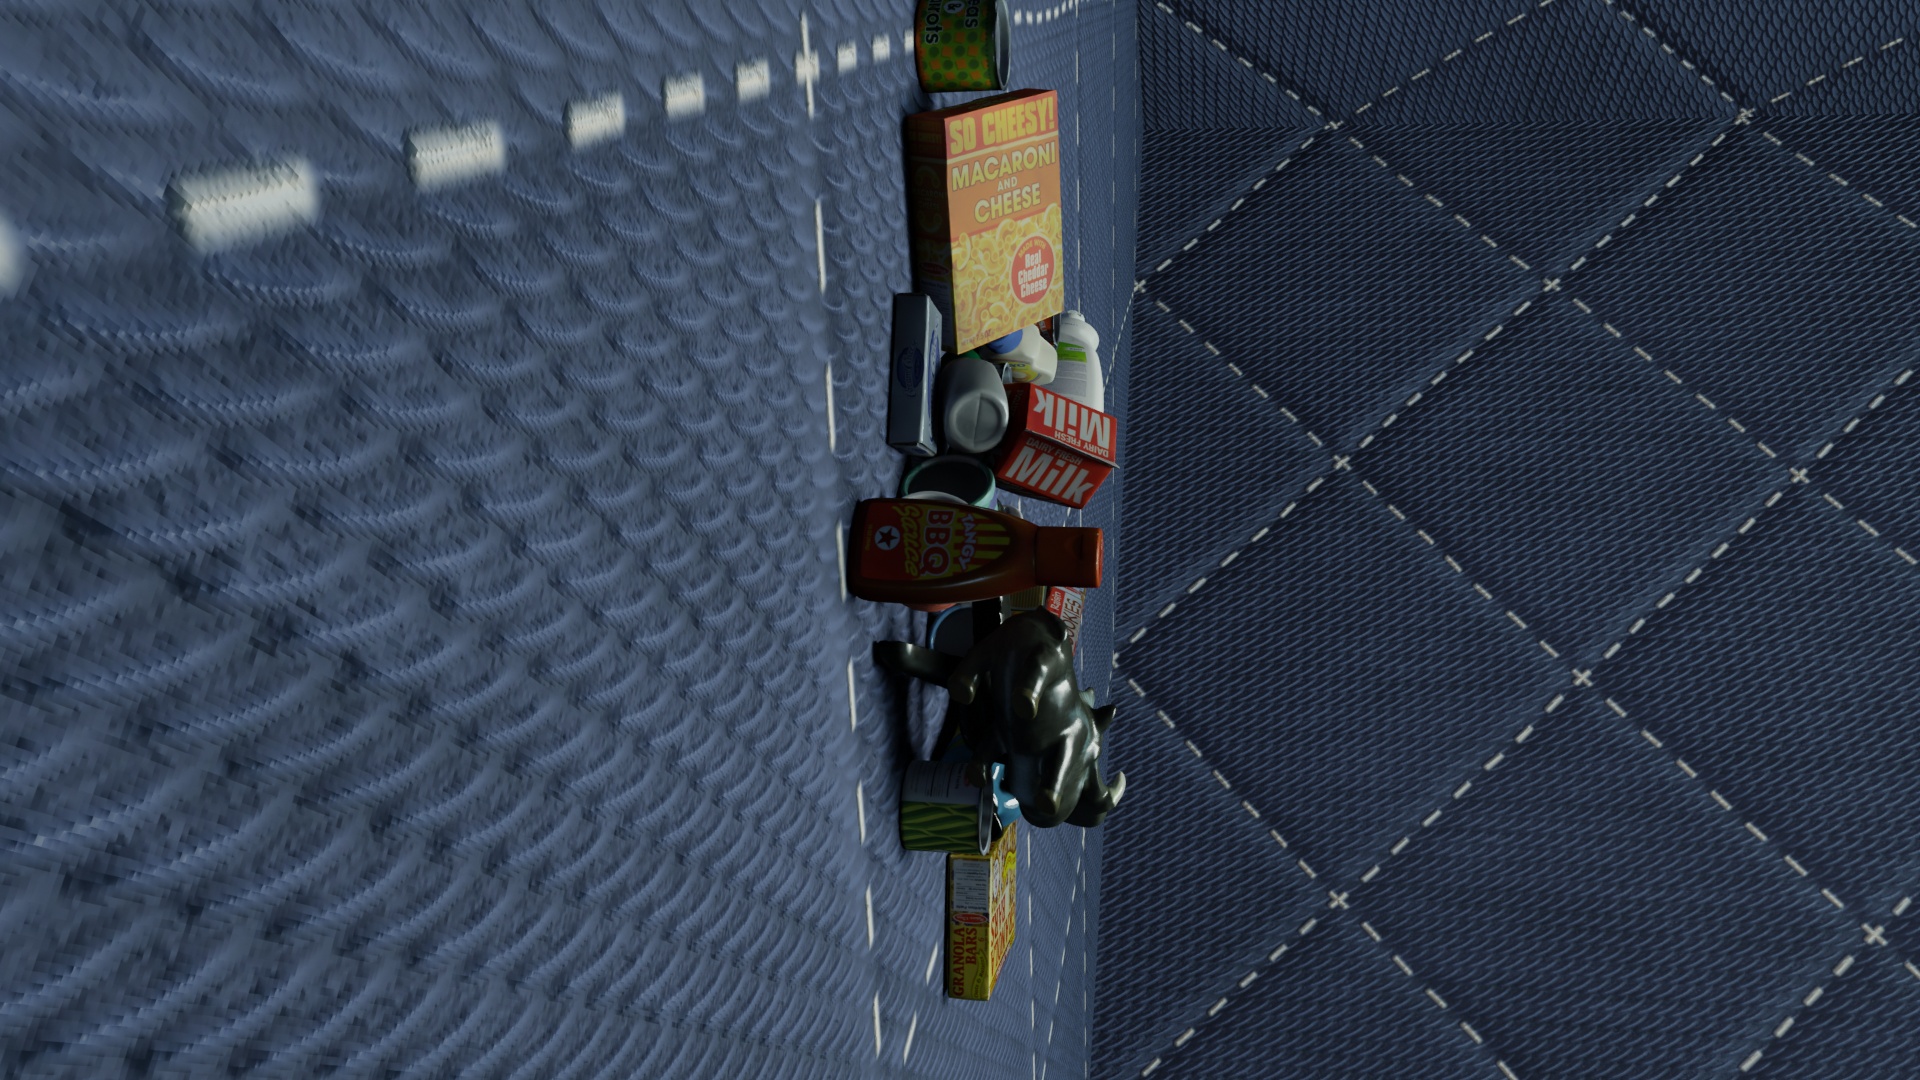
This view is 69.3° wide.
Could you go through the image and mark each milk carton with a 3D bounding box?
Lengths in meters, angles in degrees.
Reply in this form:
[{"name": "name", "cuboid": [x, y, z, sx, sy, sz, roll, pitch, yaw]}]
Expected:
[{"name": "milk carton", "cuboid": [0.053, -0.071, 1.026, 0.190, 0.072, 0.073, -160, -90, -74]}]

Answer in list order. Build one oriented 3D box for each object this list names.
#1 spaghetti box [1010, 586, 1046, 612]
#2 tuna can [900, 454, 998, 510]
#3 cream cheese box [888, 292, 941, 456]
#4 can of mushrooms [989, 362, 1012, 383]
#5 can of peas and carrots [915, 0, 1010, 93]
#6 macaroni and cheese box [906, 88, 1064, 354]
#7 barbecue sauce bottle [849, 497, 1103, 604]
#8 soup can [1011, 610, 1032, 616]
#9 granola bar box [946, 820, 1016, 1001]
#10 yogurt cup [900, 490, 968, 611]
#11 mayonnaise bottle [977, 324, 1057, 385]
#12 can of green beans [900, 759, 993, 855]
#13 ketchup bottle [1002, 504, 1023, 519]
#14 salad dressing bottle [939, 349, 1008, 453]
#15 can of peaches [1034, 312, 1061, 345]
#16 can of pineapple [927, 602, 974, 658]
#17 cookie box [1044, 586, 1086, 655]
[{"name": "spaghetti box", "cuboid": [0.047, 0.087, 1.239, 0.248, 0.050, 0.029, 91, 8, -55]}, {"name": "tuna can", "cuboid": [-0.008, -0.026, 0.963, 0.071, 0.071, 0.032, -77, 164, -47]}, {"name": "cream cheese box", "cuboid": [-0.030, -0.111, 0.945, 0.053, 0.024, 0.104, 30, 62, -78]}, {"name": "can of mushrooms", "cuboid": [0.026, -0.126, 1.225, 0.071, 0.033, 0.071, -1, 92, -79]}, {"name": "can of peas and carrots", "cuboid": [0.002, -0.355, 0.989, 0.071, 0.059, 0.071, -1, 92, -79]}, {"name": "macaroni and cheese box", "cuboid": [0.020, -0.234, 1.009, 0.124, 0.040, 0.165, -28, 125, -40]}, {"name": "barbecue sauce bottle", "cuboid": [0.010, 0.008, 0.838, 0.043, 0.148, 0.065, 71, 23, -65]}, {"name": "soup can", "cuboid": [0.033, 0.090, 1.160, 0.071, 0.084, 0.071, -1, 92, -80]}, {"name": "granola bar box", "cuboid": [0.021, 0.323, 1.251, 0.166, 0.039, 0.124, -12, 103, -80]}, {"name": "yogurt cup", "cuboid": [-0.020, 0.010, 0.908, 0.053, 0.072, 0.073, 99, 1, -49]}, {"name": "mayonnaise bottle", "cuboid": [0.046, -0.176, 1.258, 0.148, 0.065, 0.041, 28, 68, -74]}, {"name": "can of green beans", "cuboid": [-0.009, 0.195, 1.013, 0.071, 0.058, 0.071, -1, 92, -80]}, {"name": "ketchup bottle", "cuboid": [0.049, 0.023, 1.351, 0.148, 0.043, 0.065, 77, 21, -53]}, {"name": "salad dressing bottle", "cuboid": [0.005, -0.107, 1.008, 0.148, 0.044, 0.064, -102, -161, -69]}, {"name": "can of peaches", "cuboid": [0.067, -0.224, 1.371, 0.071, 0.058, 0.071, 0, 92, -80]}, {"name": "can of pineapple", "cuboid": [0.010, 0.085, 1.084, 0.058, 0.071, 0.071, 49, 44, -74]}, {"name": "cookie box", "cuboid": [0.082, 0.112, 1.418, 0.168, 0.040, 0.122, -69, -175, -62]}]
